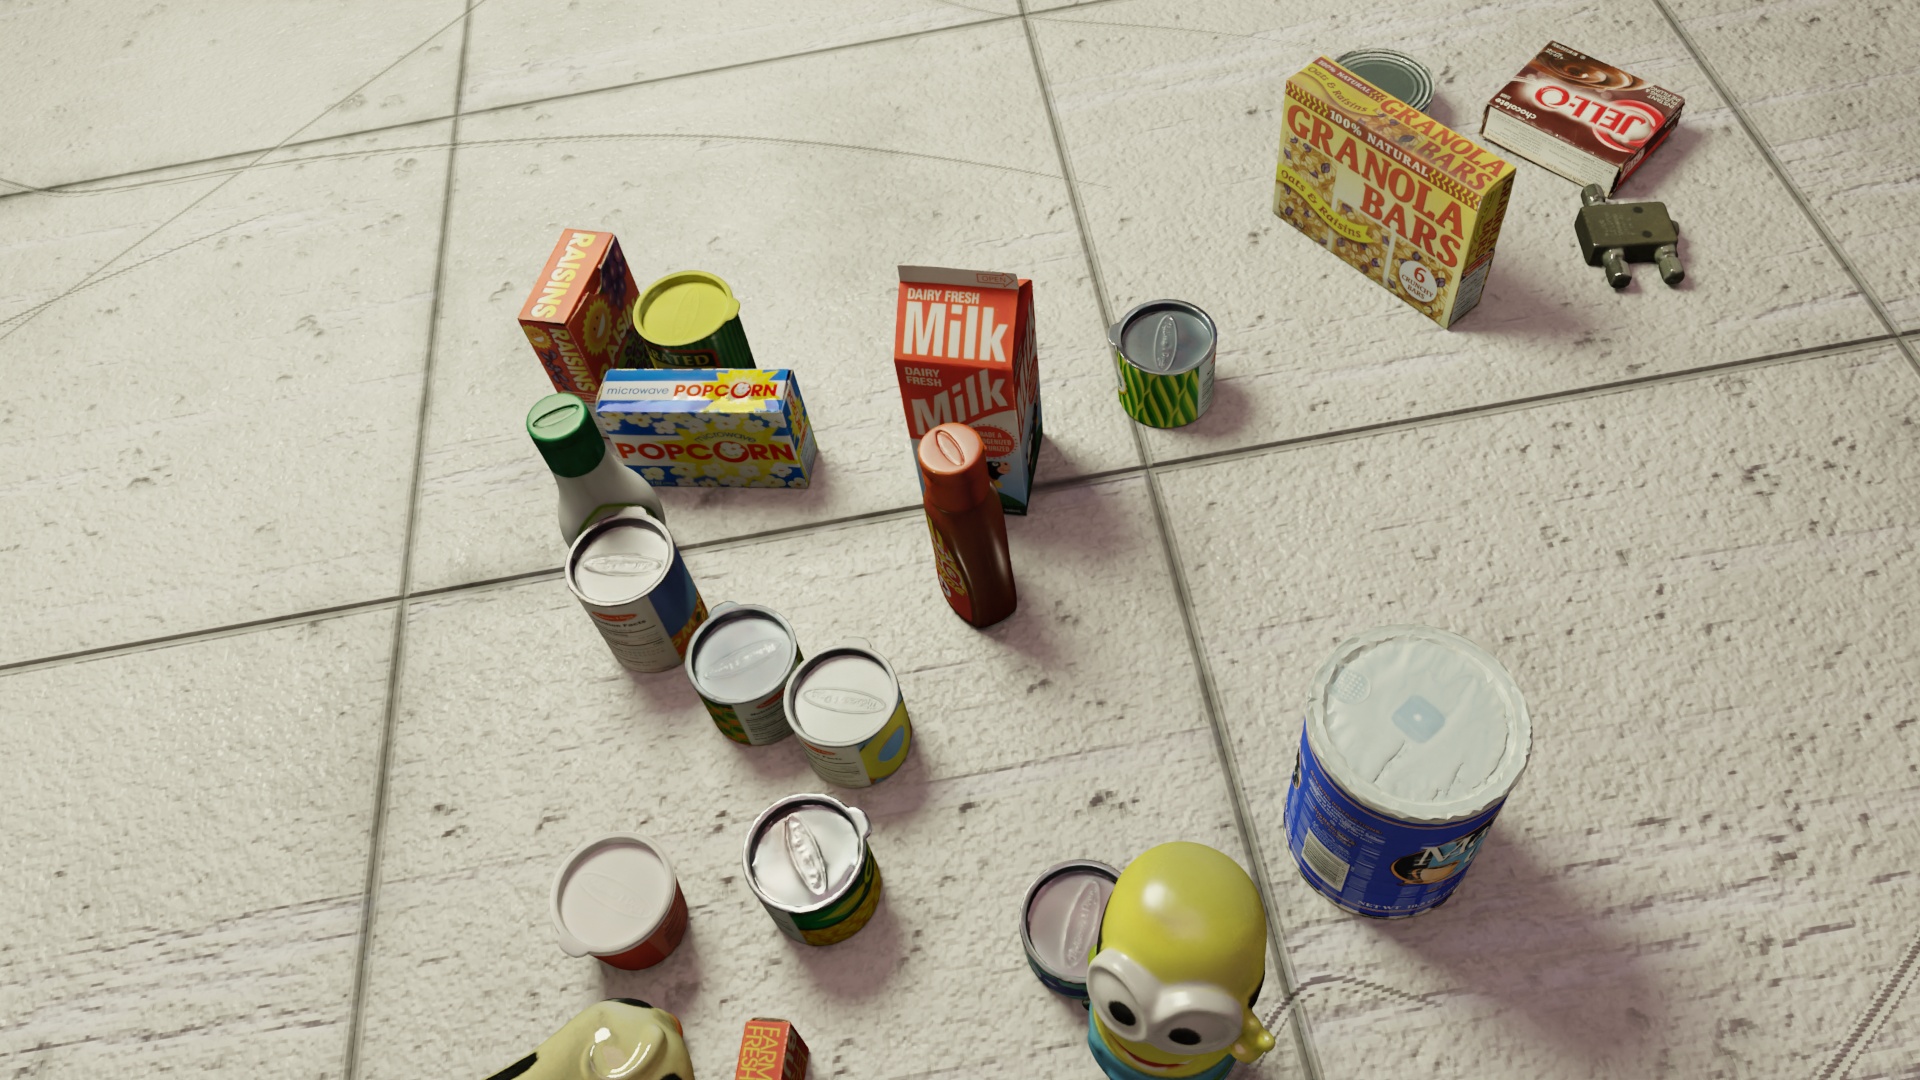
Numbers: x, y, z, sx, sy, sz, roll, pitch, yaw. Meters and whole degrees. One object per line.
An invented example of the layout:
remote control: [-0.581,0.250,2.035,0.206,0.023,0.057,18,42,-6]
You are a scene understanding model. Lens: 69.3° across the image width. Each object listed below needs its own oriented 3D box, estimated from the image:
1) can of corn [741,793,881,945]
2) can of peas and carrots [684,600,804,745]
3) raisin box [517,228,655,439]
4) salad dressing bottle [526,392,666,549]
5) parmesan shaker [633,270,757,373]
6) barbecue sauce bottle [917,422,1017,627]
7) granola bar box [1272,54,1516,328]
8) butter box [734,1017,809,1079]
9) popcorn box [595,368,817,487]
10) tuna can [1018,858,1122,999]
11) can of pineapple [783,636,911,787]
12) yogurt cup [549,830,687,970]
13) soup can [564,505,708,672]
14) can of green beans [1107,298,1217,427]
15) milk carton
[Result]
can of corn: [-0.077,0.178,0.754,0.071,0.058,0.071,-3,56,5]
can of peas and carrots: [-0.125,0.079,0.828,0.071,0.058,0.071,-3,56,5]
raisin box: [-0.250,-0.140,0.953,0.040,0.122,0.086,8,58,13]
salad dressing bottle: [-0.227,-0.032,0.862,0.064,0.147,0.044,-25,57,-10]
parmesan shaker: [-0.173,-0.123,0.944,0.071,0.102,0.071,-3,56,5]
barbecue sauce bottle: [0.003,-0.010,0.818,0.044,0.147,0.065,-26,57,-10]
granola bar box: [0.291,-0.239,0.951,0.039,0.123,0.166,-36,59,-16]
butter box: [-0.098,0.293,0.681,0.024,0.053,0.104,1,56,8]
popcorn box: [-0.166,-0.074,0.921,0.127,0.084,0.038,1,56,8]
tuna can: [0.067,0.206,0.732,0.071,0.032,0.071,-3,56,5]
can of pineapple: [-0.063,0.101,0.805,0.071,0.057,0.071,-3,56,5]
yogurt cup: [-0.182,0.199,0.756,0.072,0.053,0.073,-3,56,5]
soup can: [-0.196,0.031,0.854,0.071,0.083,0.072,-3,56,5]
can of green beans: [0.137,-0.118,0.929,0.071,0.057,0.071,-3,56,5]
milk carton: [0.007,-0.100,0.853,0.072,0.189,0.074,6,57,11]
